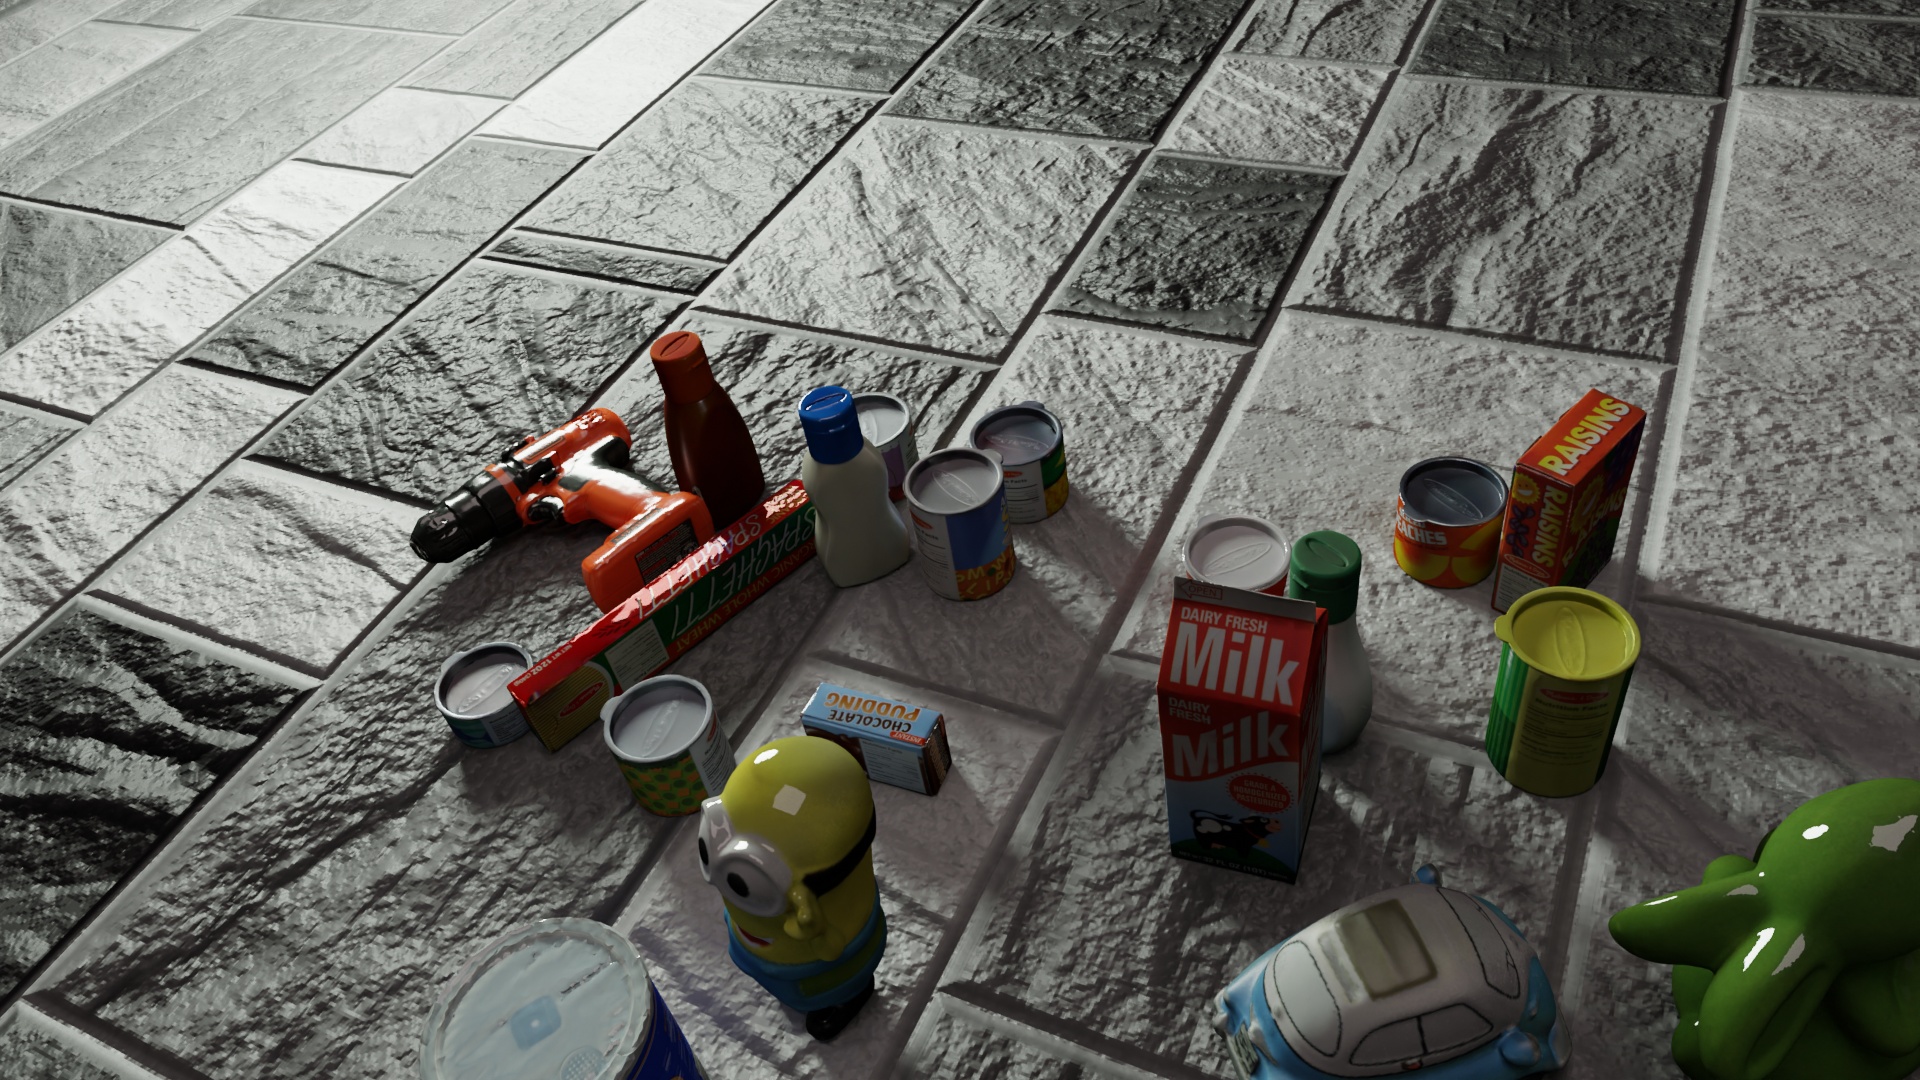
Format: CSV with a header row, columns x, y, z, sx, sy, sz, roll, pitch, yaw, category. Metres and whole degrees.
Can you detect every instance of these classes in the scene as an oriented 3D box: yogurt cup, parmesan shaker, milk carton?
x,y,z,sx,sy,sz,roll,pitch,yaw,category
0.177,0.025,0.886,0.072,0.053,0.073,-6,44,5,yogurt cup
0.324,0.084,0.761,0.071,0.102,0.072,-6,44,6,parmesan shaker
0.148,0.091,0.725,0.072,0.189,0.074,10,47,21,milk carton

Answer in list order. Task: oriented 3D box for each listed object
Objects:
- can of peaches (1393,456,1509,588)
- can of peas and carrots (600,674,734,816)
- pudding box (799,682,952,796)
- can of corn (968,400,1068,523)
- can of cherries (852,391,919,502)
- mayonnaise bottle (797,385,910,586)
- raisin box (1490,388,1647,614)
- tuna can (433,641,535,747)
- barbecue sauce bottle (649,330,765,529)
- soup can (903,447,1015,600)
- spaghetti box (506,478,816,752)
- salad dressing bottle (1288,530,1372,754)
x,y,z,sx,sy,sz,roll,pitch,yaw,category
0.312,-0.011,0.894,0.071,0.057,0.071,-6,44,5,can of peaches
-0.179,0.125,0.848,0.071,0.058,0.071,-6,44,5,can of peas and carrots
-0.051,0.119,0.836,0.084,0.049,0.030,11,48,21,pudding box
0.044,-0.056,0.993,0.071,0.058,0.071,-6,44,5,can of corn
-0.068,-0.067,1.026,0.071,0.058,0.072,-6,44,5,can of cherries
-0.075,-0.036,0.930,0.065,0.147,0.041,-22,44,-11,mayonnaise bottle
0.367,-0.018,0.843,0.086,0.122,0.040,-37,49,-25,raisin box
-0.311,0.101,0.918,0.071,0.032,0.071,-6,44,5,tuna can
-0.184,-0.081,0.998,0.044,0.147,0.065,21,52,29,barbecue sauce bottle
0.003,-0.012,0.937,0.071,0.083,0.072,-6,44,6,soup can
-0.188,0.045,0.939,0.029,0.050,0.251,31,57,35,spaghetti box
0.202,0.059,0.778,0.044,0.146,0.064,-31,47,-20,salad dressing bottle
